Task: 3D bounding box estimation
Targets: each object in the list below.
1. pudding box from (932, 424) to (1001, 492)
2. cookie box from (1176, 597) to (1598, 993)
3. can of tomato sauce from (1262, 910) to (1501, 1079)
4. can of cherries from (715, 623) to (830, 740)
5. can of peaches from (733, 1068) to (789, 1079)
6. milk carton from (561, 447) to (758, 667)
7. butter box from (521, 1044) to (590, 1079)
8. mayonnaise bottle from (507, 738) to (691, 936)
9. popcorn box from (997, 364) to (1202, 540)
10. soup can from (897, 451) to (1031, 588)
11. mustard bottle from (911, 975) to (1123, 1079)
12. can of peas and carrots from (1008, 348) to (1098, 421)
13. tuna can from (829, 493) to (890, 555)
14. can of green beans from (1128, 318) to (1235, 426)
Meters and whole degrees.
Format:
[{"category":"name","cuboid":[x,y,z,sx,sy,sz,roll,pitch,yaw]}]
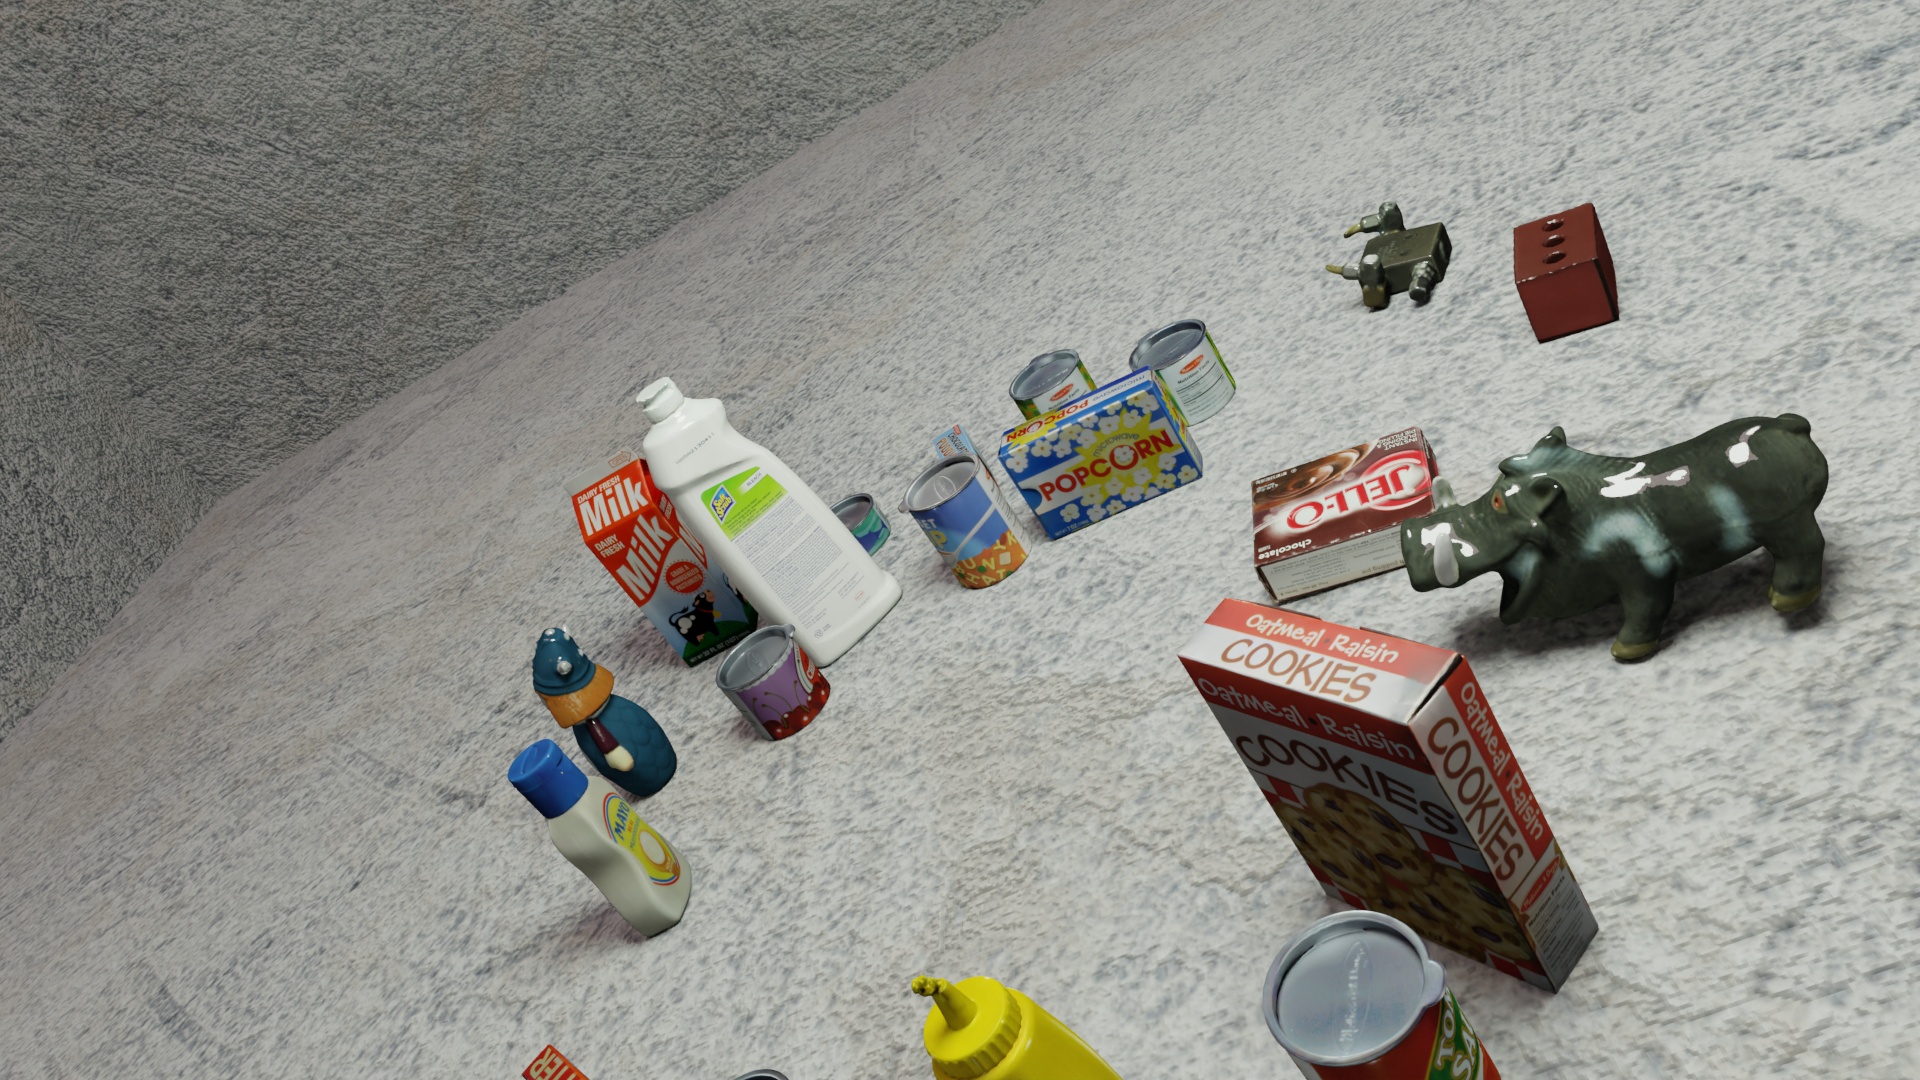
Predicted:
[{"category":"pudding box","cuboid":[0.006,-0.059,1.160,0.030,0.049,0.084,-32,27,5]},{"category":"cookie box","cuboid":[0.178,0.103,0.582,0.040,0.167,0.123,-45,29,-20]},{"category":"can of tomato sauce","cuboid":[0.166,0.195,0.538,0.071,0.083,0.071,-26,28,16]},{"category":"can of cherries","cuboid":[-0.138,0.106,1.044,0.071,0.058,0.072,-26,28,15]},{"category":"can of peaches","cuboid":[-0.092,0.304,0.674,0.071,0.058,0.071,-26,28,15]},{"category":"milk carton","cuboid":[-0.253,0.008,1.183,0.072,0.190,0.074,-28,28,12]},{"category":"butter box","cuboid":[-0.202,0.322,0.773,0.024,0.053,0.103,-47,30,-23]},{"category":"mayonnaise bottle","cuboid":[-0.236,0.192,0.914,0.041,0.147,0.065,-28,28,12]},{"category":"popcorn box","cuboid":[0.103,-0.064,1.022,0.126,0.085,0.038,-24,29,20]},{"category":"soup can","cuboid":[0.004,-0.013,1.052,0.071,0.083,0.072,-26,28,16]},{"category":"mustard bottle","cuboid":[0.028,0.221,0.564,0.065,0.159,0.049,-17,32,31]},{"category":"can of peas and carrots","cuboid":[0.082,-0.118,1.161,0.071,0.058,0.071,-26,28,15]},{"category":"tuna can","cuboid":[-0.097,-0.006,1.207,0.071,0.032,0.071,-26,28,15]},{"category":"can of green beans","cuboid":[0.173,-0.130,1.082,0.071,0.057,0.071,-26,28,15]}]
